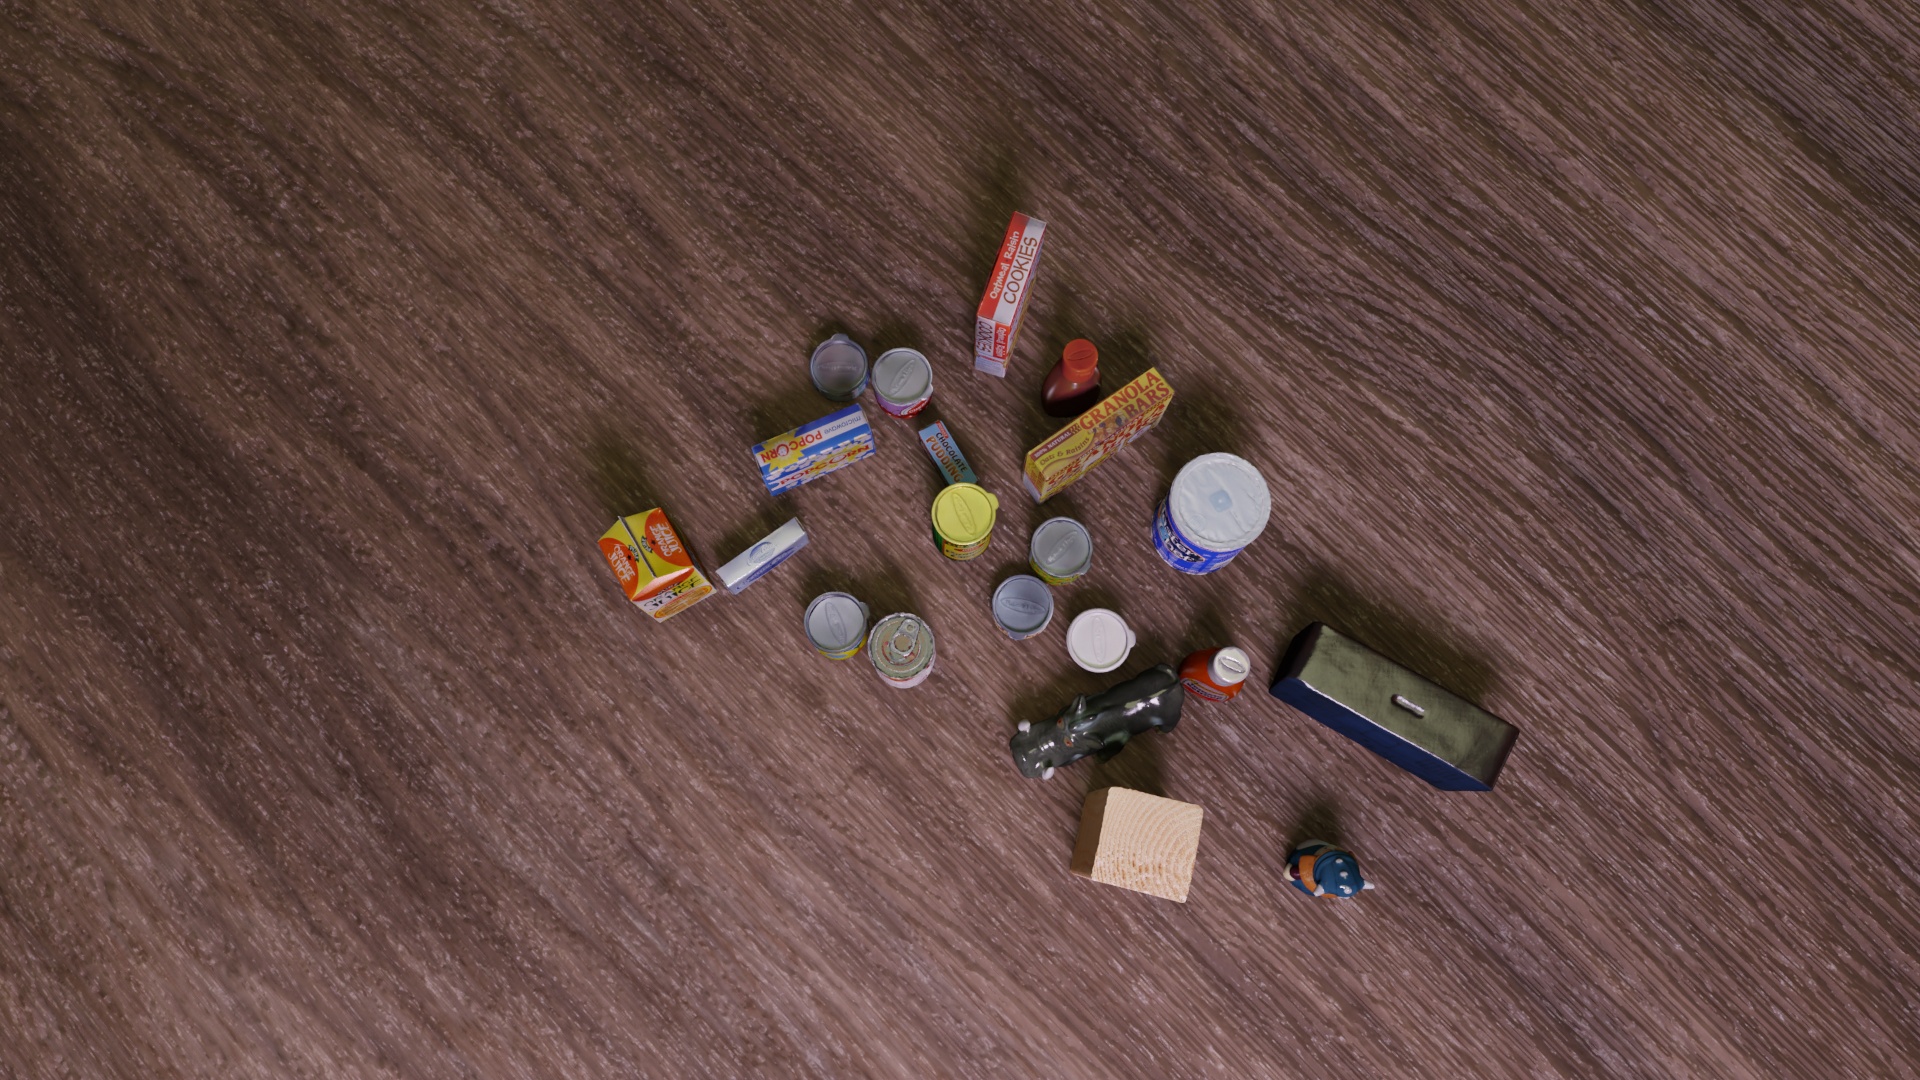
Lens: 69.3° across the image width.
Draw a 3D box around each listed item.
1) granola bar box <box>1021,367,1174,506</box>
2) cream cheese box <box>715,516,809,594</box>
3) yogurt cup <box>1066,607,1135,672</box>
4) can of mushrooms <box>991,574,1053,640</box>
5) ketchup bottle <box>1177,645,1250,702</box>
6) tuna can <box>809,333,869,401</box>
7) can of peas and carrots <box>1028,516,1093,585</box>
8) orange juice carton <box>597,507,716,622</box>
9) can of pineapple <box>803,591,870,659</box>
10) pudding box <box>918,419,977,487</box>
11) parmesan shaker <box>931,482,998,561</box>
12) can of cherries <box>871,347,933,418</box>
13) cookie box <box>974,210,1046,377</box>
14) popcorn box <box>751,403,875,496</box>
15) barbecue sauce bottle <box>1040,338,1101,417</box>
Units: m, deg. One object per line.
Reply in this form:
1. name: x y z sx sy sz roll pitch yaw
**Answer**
1. granola bar box: 0.144 -0.111 1.492 0.166 0.124 0.039 -35 81 -8
2. cream cheese box: -0.211 0.017 1.495 0.104 0.053 0.024 -35 81 -8
3. yogurt cup: 0.145 0.109 1.480 0.072 0.054 0.072 0 78 -1
4. can of mushrooms: 0.066 0.074 1.497 0.071 0.033 0.071 0 78 -1
5. ketchup bottle: 0.265 0.135 1.427 0.065 0.148 0.043 25 79 4
6. tuna can: -0.135 -0.193 1.553 0.071 0.032 0.071 0 78 -1
7. can of peas and carrots: 0.109 0.014 1.498 0.071 0.058 0.071 0 78 -1
8. orange juice carton: -0.311 0.024 1.421 0.073 0.192 0.072 -30 80 -6
9. can of pineapple: -0.129 0.091 1.478 0.071 0.057 0.071 0 78 -1
10. pudding box: -0.013 -0.086 1.523 0.030 0.049 0.084 -29 80 -6
11. parmesan shaker: 0.005 -0.019 1.481 0.071 0.103 0.071 0 78 -1
12. can of cherries: -0.062 -0.171 1.536 0.071 0.058 0.071 0 78 -1
13. cookie box: 0.051 -0.263 1.502 0.040 0.167 0.123 18 78 3
14. popcorn box: -0.157 -0.098 1.505 0.127 0.085 0.038 -23 79 -6
15. barbecue sauce bottle: 0.122 -0.175 1.493 0.065 0.148 0.044 -15 79 -4
